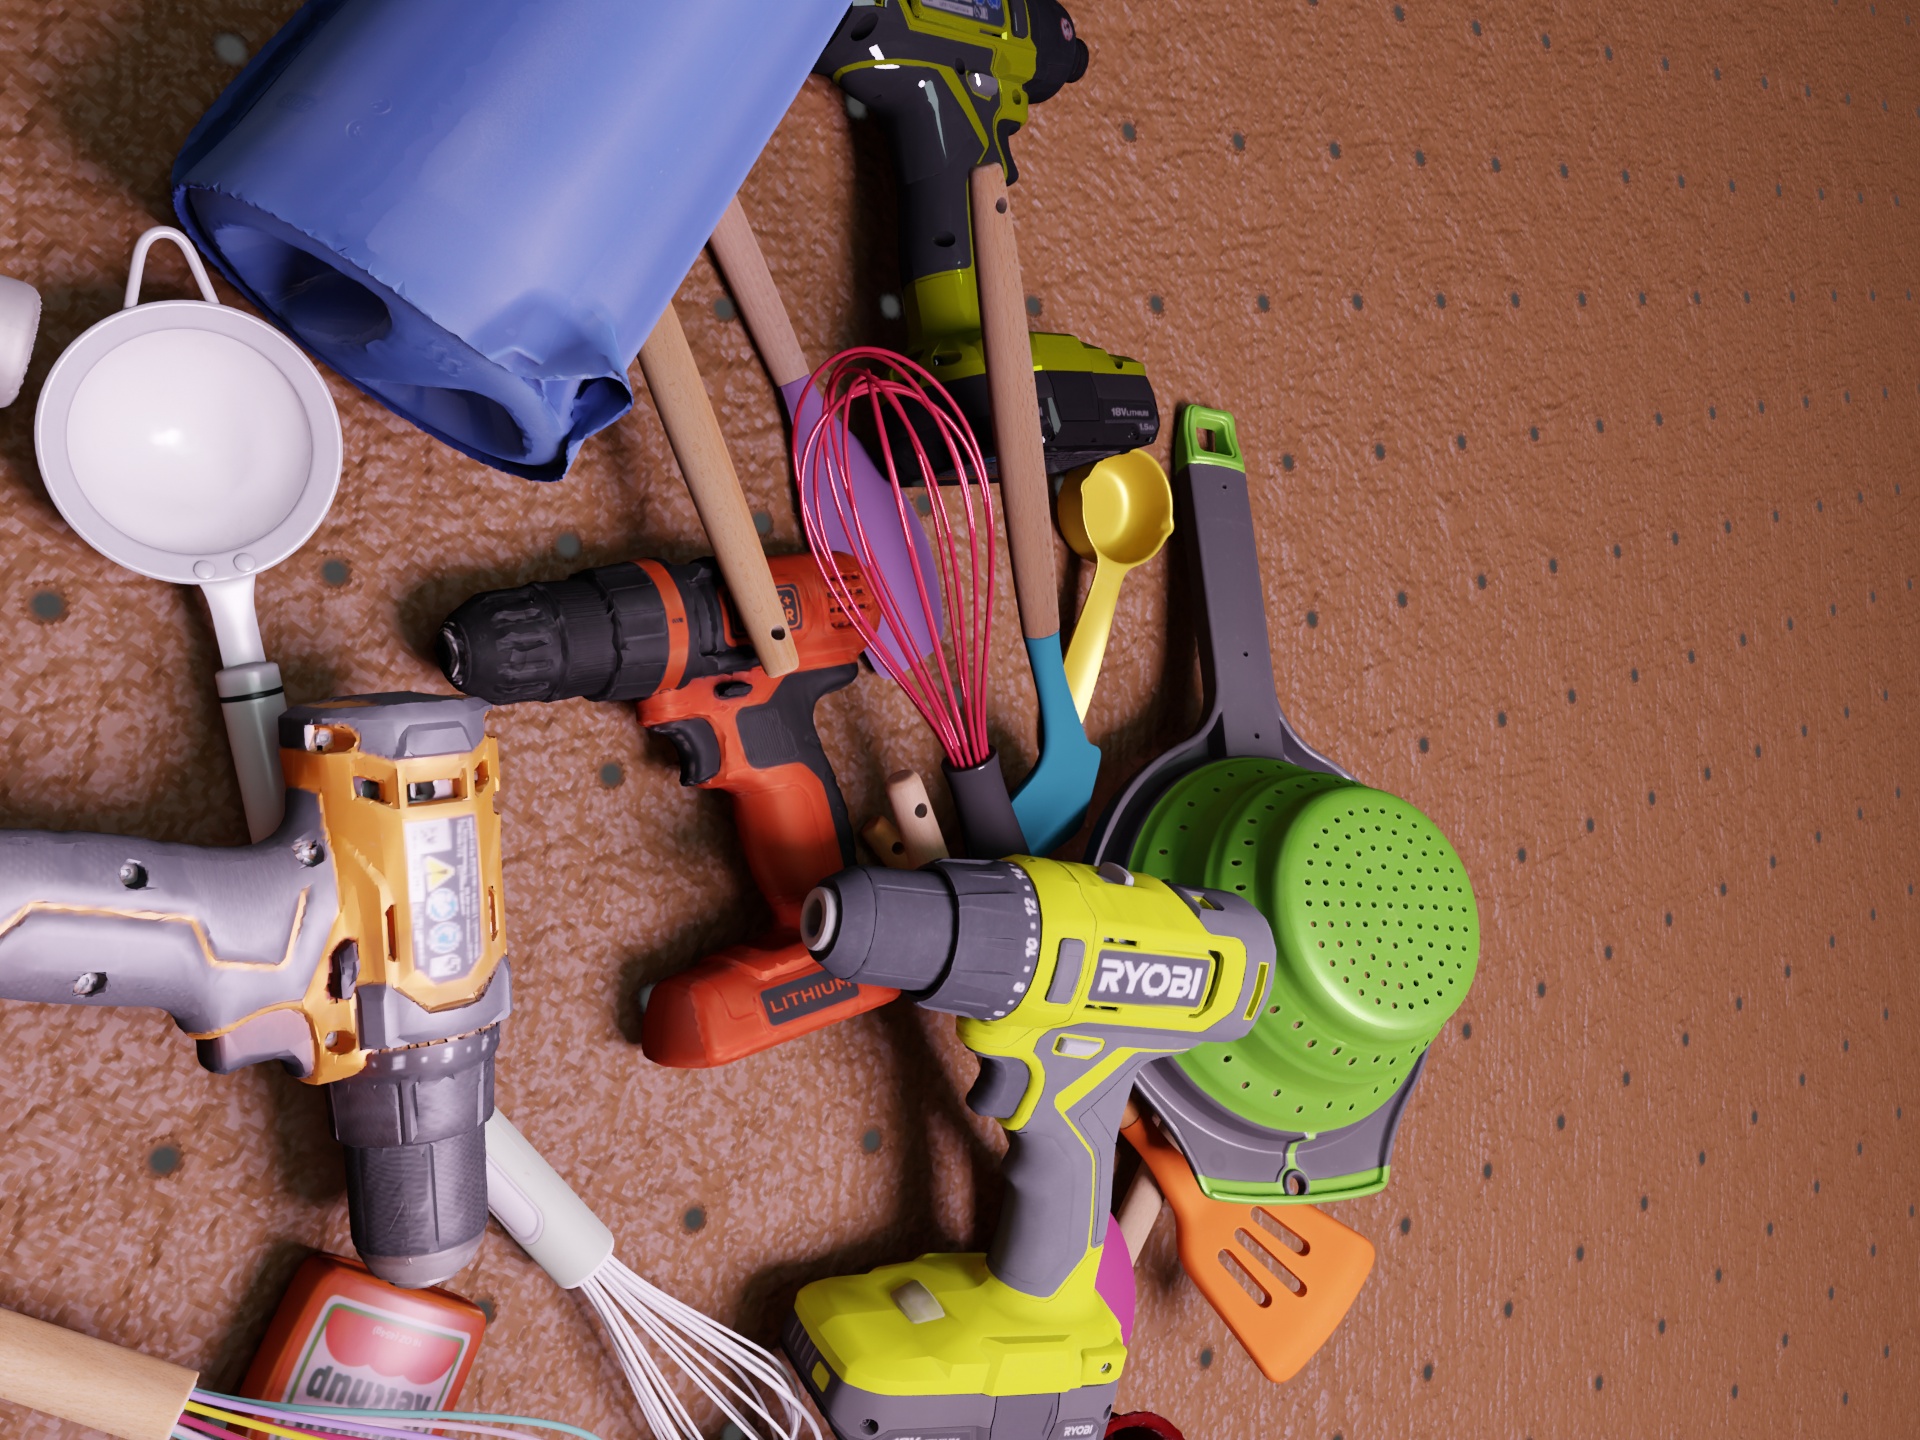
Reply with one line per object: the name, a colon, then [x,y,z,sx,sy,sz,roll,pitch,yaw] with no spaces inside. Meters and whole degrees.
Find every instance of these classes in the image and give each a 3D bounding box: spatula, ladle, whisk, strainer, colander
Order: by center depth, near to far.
whisk: [-0.204,0.205,0.463,0.245,0.047,0.051,26,72,-13]
strainer: [-0.230,-0.020,0.505,0.087,0.050,0.258,-15,102,-34]
whisk: [-0.130,0.200,0.570,0.246,0.058,0.059,55,26,-18]
whisk: [-0.001,-0.002,0.624,0.073,0.073,0.295,-35,120,-36]
spatula: [0.021,-0.062,0.646,0.082,0.044,0.317,-27,123,-32]
spatula: [-0.078,-0.165,0.656,0.060,0.018,0.315,-38,112,-38]
spatula: [0.066,0.162,0.712,0.081,0.041,0.322,-46,106,-19]
colander: [0.156,0.015,0.738,0.204,0.094,0.397,5,70,-26]
ladle: [0.115,0.164,0.788,0.078,0.062,0.320,40,70,-31]

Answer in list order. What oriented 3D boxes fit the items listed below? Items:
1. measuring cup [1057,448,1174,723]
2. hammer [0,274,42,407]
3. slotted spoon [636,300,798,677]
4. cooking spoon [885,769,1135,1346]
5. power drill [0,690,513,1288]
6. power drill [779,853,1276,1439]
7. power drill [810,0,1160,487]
measuring cup: [0.058,-0.055,0.765,0.062,0.029,0.156,19,87,-36]
hammer: [-0.355,0.058,0.397,0.146,0.038,0.411,15,78,-37]
slotted spoon: [-0.118,-0.164,0.579,0.070,0.031,0.314,-20,90,-31]
cooking spoon: [0.022,0.160,0.669,0.069,0.017,0.318,-32,117,-29]
power drill: [-0.226,0.090,0.438,0.226,0.084,0.185,-7,97,-48]
power drill: [0.010,0.161,0.609,0.190,0.080,0.228,11,98,-30]
power drill: [0.014,-0.222,0.700,0.171,0.080,0.223,-12,91,-46]
